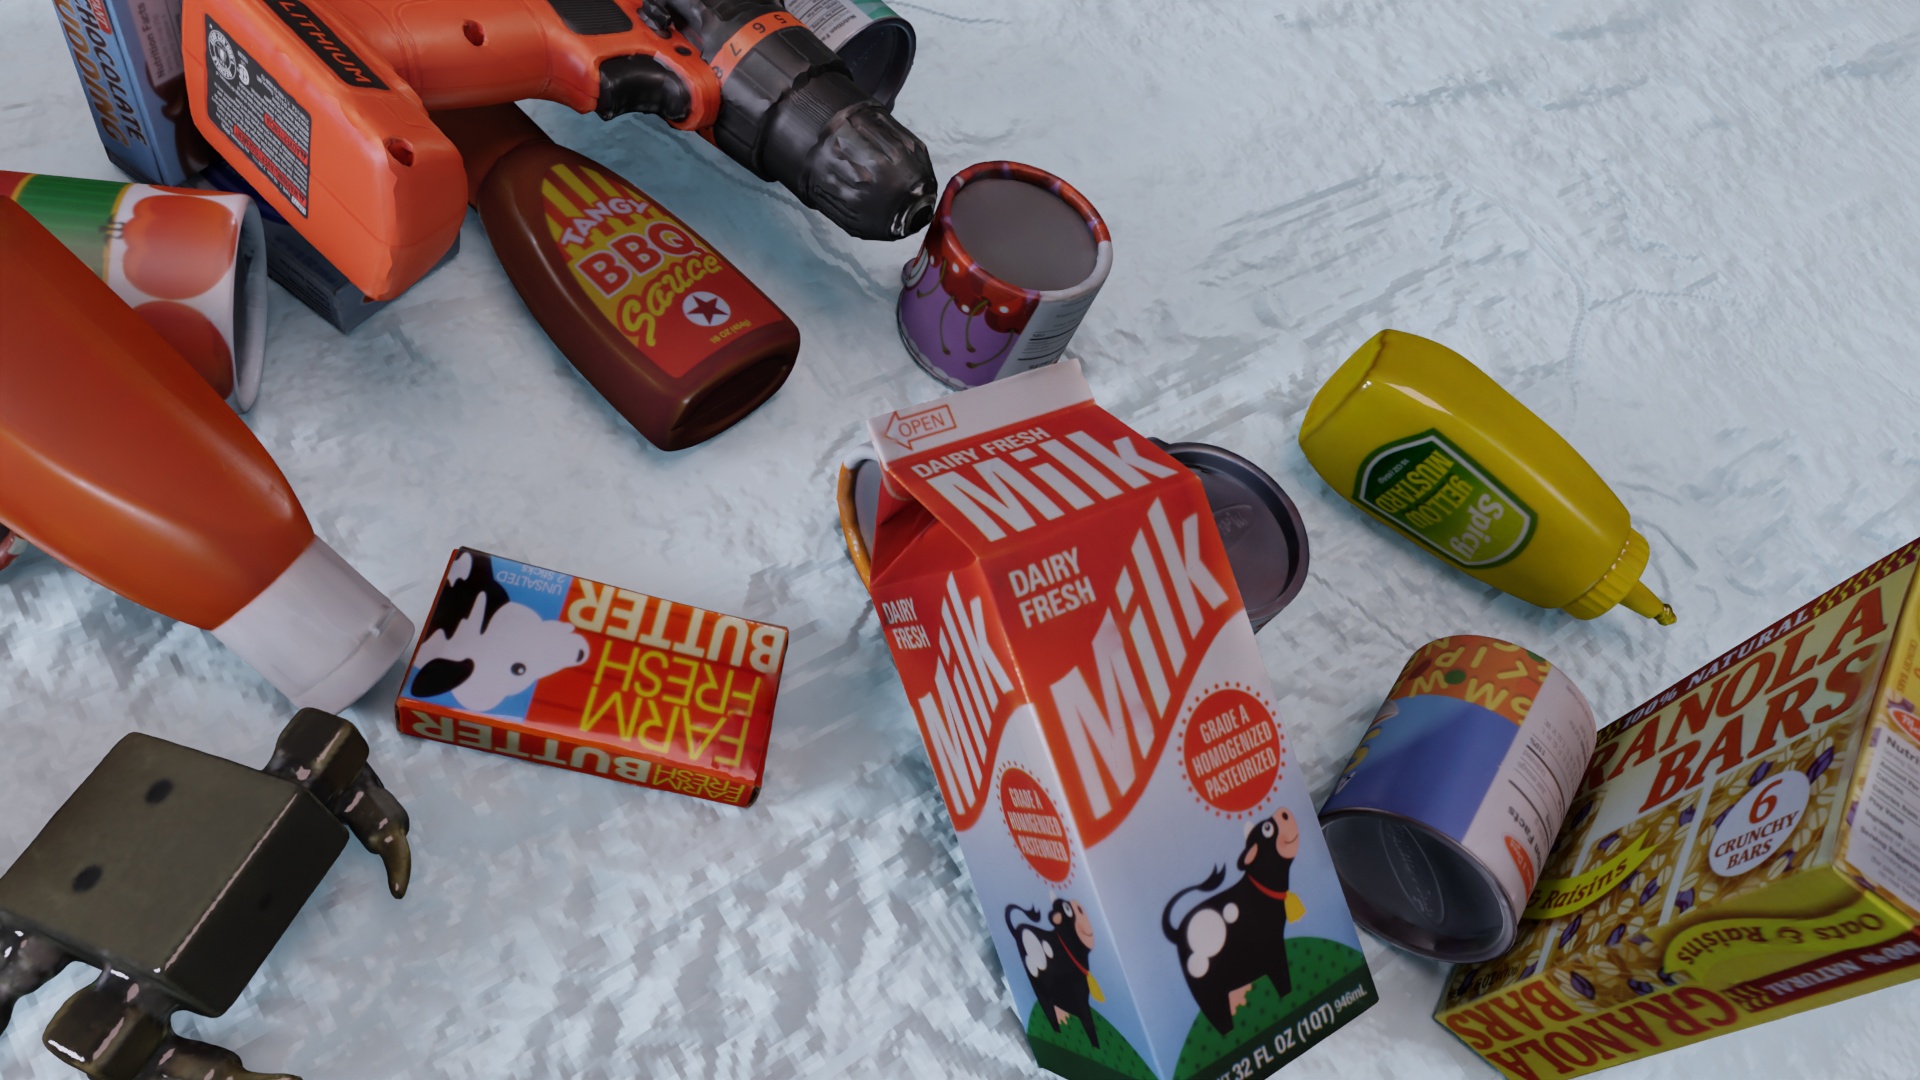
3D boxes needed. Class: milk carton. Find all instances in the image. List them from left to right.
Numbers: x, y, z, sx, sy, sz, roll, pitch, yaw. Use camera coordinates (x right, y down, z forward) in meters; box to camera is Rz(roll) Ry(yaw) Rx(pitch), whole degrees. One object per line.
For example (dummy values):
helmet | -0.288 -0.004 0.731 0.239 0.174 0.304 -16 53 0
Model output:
milk carton | 0.035 0.048 0.379 0.072 0.073 0.190 -19 92 -27

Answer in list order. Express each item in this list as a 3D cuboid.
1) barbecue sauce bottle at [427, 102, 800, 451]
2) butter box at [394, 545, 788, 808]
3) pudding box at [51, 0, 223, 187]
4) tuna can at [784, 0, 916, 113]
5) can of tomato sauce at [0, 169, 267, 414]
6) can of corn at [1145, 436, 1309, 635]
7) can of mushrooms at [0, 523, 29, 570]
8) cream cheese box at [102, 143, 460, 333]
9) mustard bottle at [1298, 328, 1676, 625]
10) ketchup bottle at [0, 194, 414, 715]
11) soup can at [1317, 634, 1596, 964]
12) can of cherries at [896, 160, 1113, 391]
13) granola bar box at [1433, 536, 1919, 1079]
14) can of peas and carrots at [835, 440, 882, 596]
barbecue sauce bottle | -0.126 -0.098 0.471 0.148 0.043 0.065 44 51 11
butter box | -0.104 0.041 0.406 0.103 0.024 0.053 15 56 -10
pudding box | -0.235 -0.151 0.412 0.030 0.083 0.050 34 57 7
tuna can | -0.051 -0.182 0.537 0.033 0.070 0.071 44 56 11
can of tomato sauce | -0.249 -0.069 0.397 0.083 0.070 0.071 2 60 -19
can of corn | 0.071 0.008 0.465 0.071 0.058 0.071 9 58 -14
can of mushrooms | -0.279 -0.012 0.354 0.071 0.070 0.033 -14 67 -26
cream cheese box | -0.225 -0.118 0.461 0.104 0.024 0.053 36 55 5
mustard bottle | 0.207 -0.013 0.523 0.160 0.065 0.049 35 51 -1
ketchup bottle | -0.207 -0.015 0.355 0.148 0.043 0.065 50 24 -23
soup can | 0.156 0.081 0.448 0.071 0.071 0.084 39 55 6
can of cherries | 0.013 -0.097 0.509 0.071 0.058 0.072 9 58 -14
granola bar box | 0.219 0.084 0.405 0.039 0.164 0.125 39 56 7
can of peas and carrots | 0.002 -0.006 0.447 0.059 0.070 0.071 -21 69 -28
